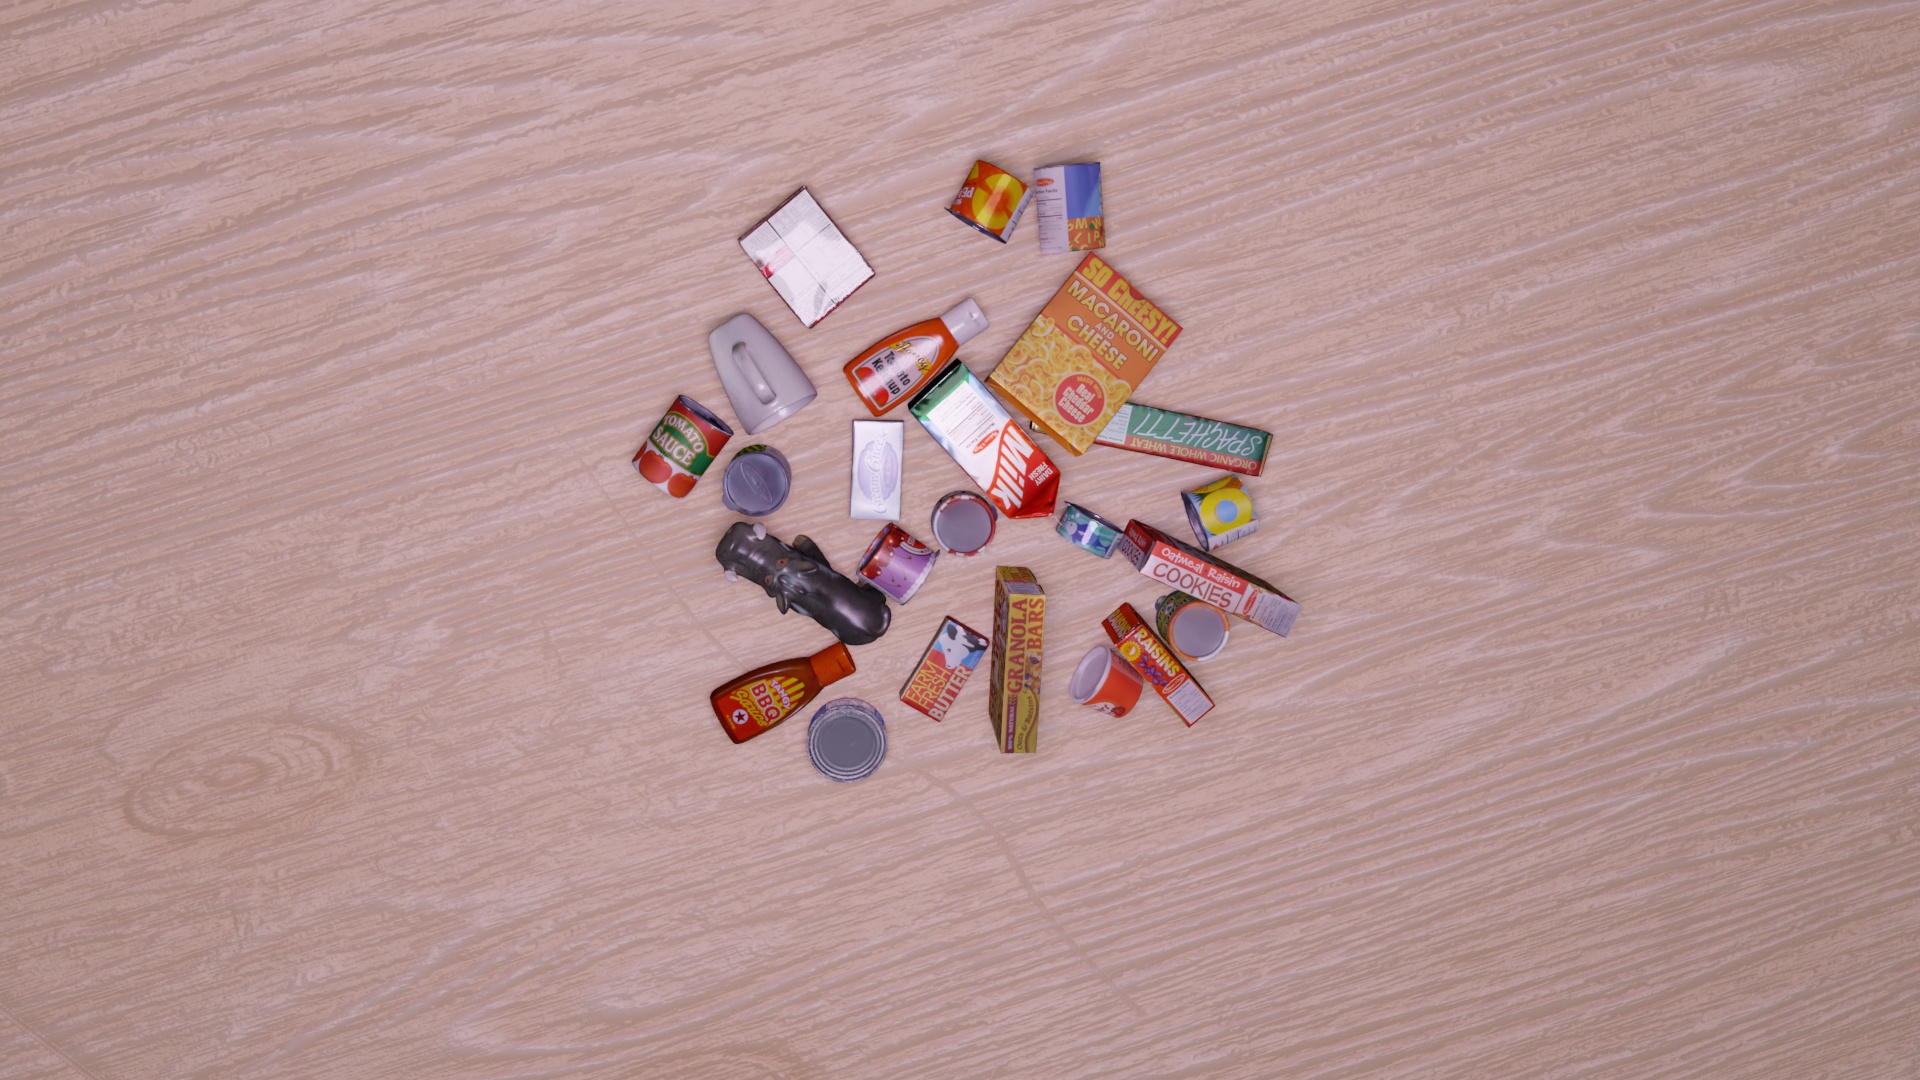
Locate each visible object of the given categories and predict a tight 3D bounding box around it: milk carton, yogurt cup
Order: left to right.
[{"bbox_3d":[0.036,-0.089,1.409,0.073,0.072,0.190,-42,100,4],"label":"milk carton"},{"bbox_3d":[0.157,0.152,1.471,0.054,0.072,0.072,30,97,-18],"label":"yogurt cup"}]

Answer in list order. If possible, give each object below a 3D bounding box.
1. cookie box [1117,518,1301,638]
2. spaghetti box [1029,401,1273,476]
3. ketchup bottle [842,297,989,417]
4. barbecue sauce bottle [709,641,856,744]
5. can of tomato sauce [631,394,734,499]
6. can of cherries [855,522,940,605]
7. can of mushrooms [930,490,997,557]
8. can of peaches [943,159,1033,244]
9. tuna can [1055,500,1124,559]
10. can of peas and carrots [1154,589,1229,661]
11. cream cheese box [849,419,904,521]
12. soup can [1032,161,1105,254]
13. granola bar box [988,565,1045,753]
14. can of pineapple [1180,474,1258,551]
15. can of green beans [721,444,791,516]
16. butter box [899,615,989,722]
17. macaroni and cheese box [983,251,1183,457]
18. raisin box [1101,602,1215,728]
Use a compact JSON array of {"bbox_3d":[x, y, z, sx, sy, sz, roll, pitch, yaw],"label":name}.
[{"bbox_3d":[0.252,0.036,1.425,0.167,0.123,0.040,24,98,-9],"label":"cookie box"},{"bbox_3d":[0.197,-0.114,1.440,0.250,0.029,0.050,11,100,-7],"label":"spaghetti box"},{"bbox_3d":[-0.042,-0.189,1.397,0.149,0.043,0.064,-34,102,2],"label":"ketchup bottle"},{"bbox_3d":[-0.183,0.154,1.452,0.148,0.044,0.064,-27,102,0],"label":"barbecue sauce bottle"},{"bbox_3d":[-0.278,-0.093,1.382,0.071,0.071,0.083,36,97,-11],"label":"can of tomato sauce"},{"bbox_3d":[-0.064,0.022,1.424,0.058,0.071,0.071,35,96,-11],"label":"can of cherries"},{"bbox_3d":[0.005,-0.018,1.440,0.071,0.033,0.071,-1,100,-4],"label":"can of mushrooms"},{"bbox_3d":[0.028,-0.334,1.363,0.071,0.071,0.058,29,97,-10],"label":"can of peaches"},{"bbox_3d":[0.131,-0.011,1.435,0.071,0.071,0.032,27,99,-9],"label":"tuna can"},{"bbox_3d":[0.243,0.087,1.468,0.071,0.059,0.070,-1,101,-5],"label":"can of peas and carrots"},{"bbox_3d":[-0.086,-0.073,1.426,0.053,0.024,0.103,2,101,-4],"label":"cream cheese box"},{"bbox_3d":[0.111,-0.329,1.373,0.071,0.071,0.083,-7,102,-3],"label":"soup can"},{"bbox_3d":[0.057,0.120,1.424,0.039,0.124,0.165,2,101,-5],"label":"granola bar box"},{"bbox_3d":[0.269,-0.031,1.444,0.058,0.071,0.071,-22,102,0],"label":"can of pineapple"},{"bbox_3d":[-0.204,-0.061,1.400,0.071,0.058,0.071,-1,101,-5],"label":"can of green beans"},{"bbox_3d":[-0.018,0.136,1.472,0.053,0.024,0.103,30,97,-9],"label":"butter box"},{"bbox_3d":[0.124,-0.186,1.393,0.123,0.040,0.166,39,84,-5],"label":"macaroni and cheese box"},{"bbox_3d":[0.207,0.129,1.459,0.040,0.086,0.123,-42,102,6],"label":"raisin box"}]
